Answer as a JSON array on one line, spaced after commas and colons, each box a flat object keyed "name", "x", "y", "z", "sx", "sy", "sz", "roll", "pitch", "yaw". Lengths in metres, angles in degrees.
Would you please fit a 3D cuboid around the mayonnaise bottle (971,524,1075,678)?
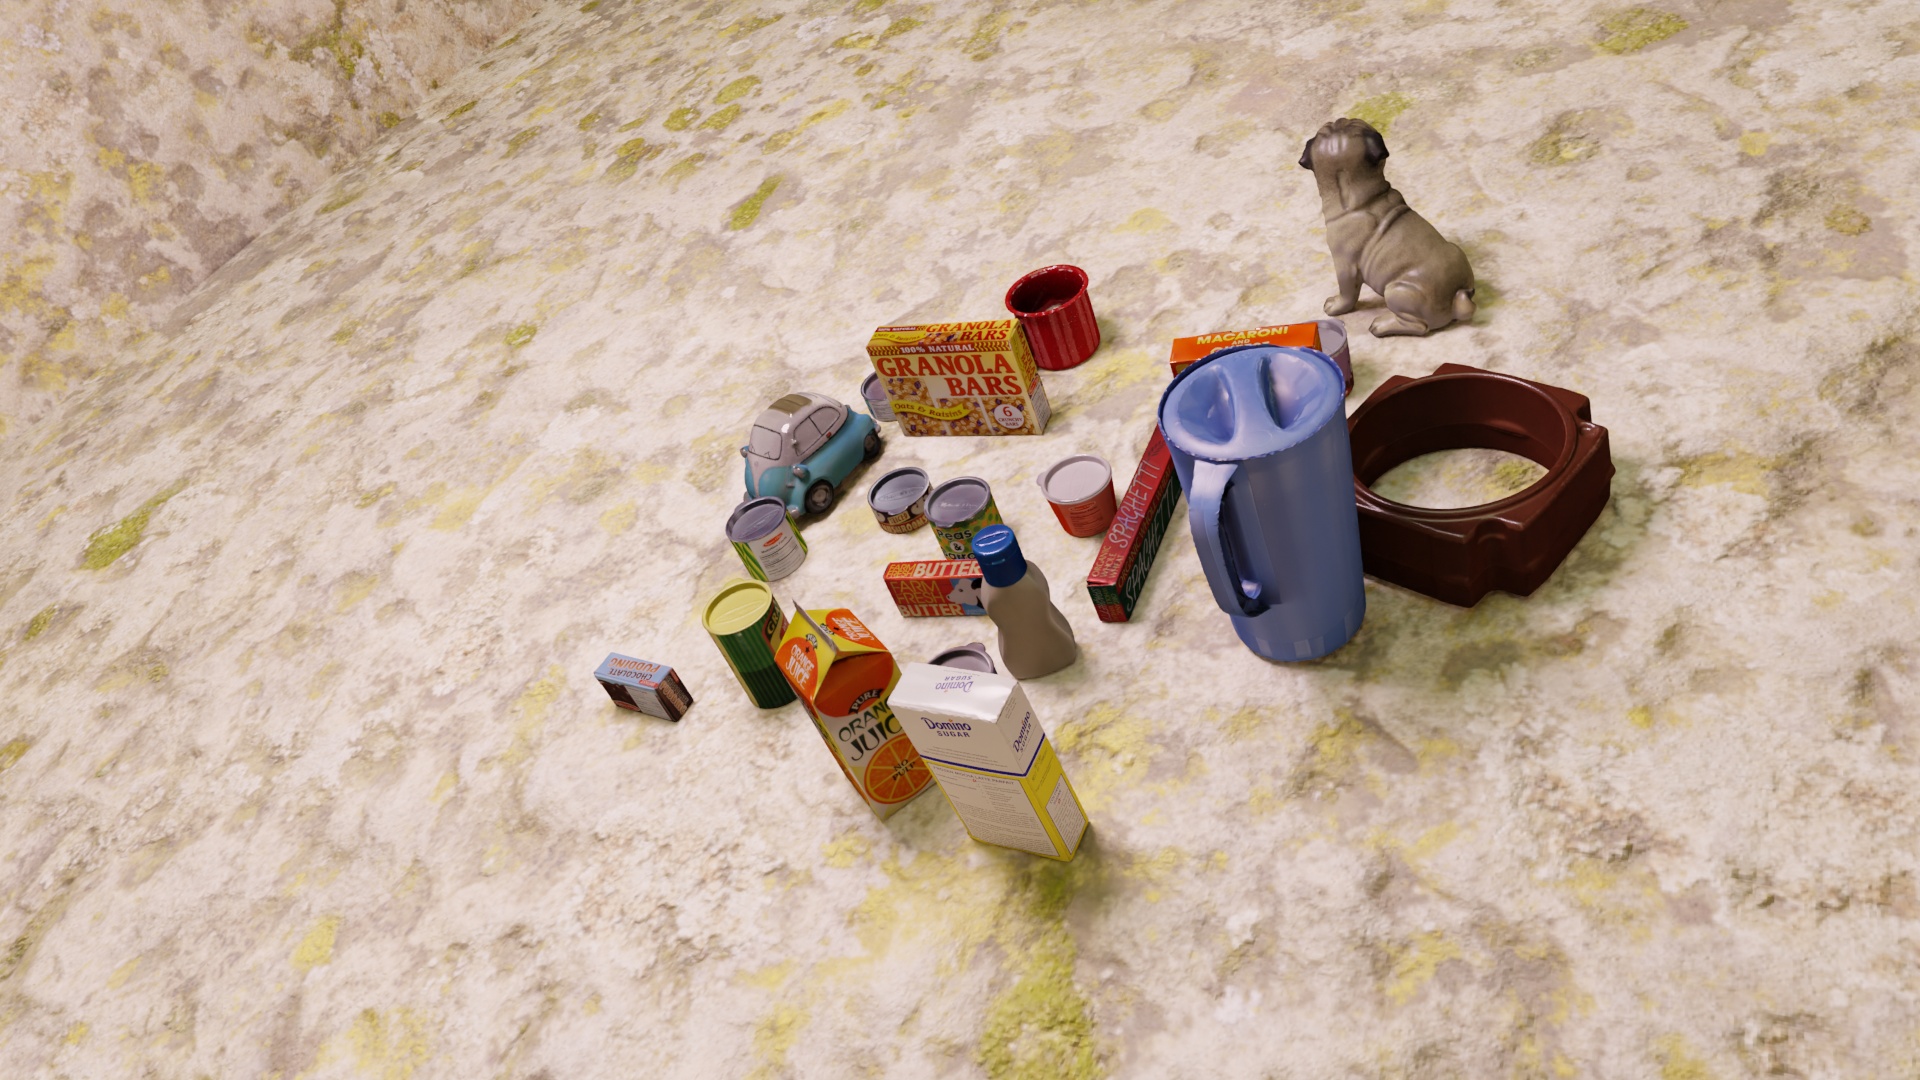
[{"name": "mayonnaise bottle", "x": 0.048, "y": 0.051, "z": 1.147, "sx": 0.065, "sy": 0.147, "sz": 0.041, "roll": -18, "pitch": 39, "yaw": 7}]

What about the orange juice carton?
[{"name": "orange juice carton", "x": -0.082, "y": 0.125, "z": 1.090, "sx": 0.073, "sy": 0.191, "sz": 0.072, "roll": -34, "pitch": 40, "yaw": -13}]

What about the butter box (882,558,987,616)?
[{"name": "butter box", "x": -0.014, "y": 0.043, "z": 1.261, "sx": 0.103, "sy": 0.053, "sz": 0.024, "roll": -2, "pitch": 43, "yaw": 24}]

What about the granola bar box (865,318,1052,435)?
[{"name": "granola bar box", "x": -0.001, "y": -0.167, "z": 1.436, "sx": 0.165, "sy": 0.123, "sz": 0.039, "roll": 2, "pitch": 45, "yaw": 28}]

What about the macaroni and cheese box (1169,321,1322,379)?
[{"name": "macaroni and cheese box", "x": 0.260, "y": -0.108, "z": 1.210, "sx": 0.123, "sy": 0.165, "sz": 0.040, "roll": -4, "pitch": 43, "yaw": 22}]

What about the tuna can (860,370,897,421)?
[{"name": "tuna can", "x": -0.075, "y": -0.166, "z": 1.544, "sx": 0.071, "sy": 0.032, "sz": 0.071, "roll": -14, "pitch": 40, "yaw": 12}]

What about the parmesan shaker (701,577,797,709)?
[{"name": "parmesan shaker", "x": -0.180, "y": 0.092, "z": 1.247, "sx": 0.071, "sy": 0.102, "sz": 0.072, "roll": -14, "pitch": 40, "yaw": 12}]

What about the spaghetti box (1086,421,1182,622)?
[{"name": "spaghetti box", "x": 0.170, "y": -0.032, "z": 1.259, "sx": 0.028, "sy": 0.050, "sz": 0.251, "roll": 3, "pitch": 46, "yaw": 29}]

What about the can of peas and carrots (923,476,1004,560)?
[{"name": "can of peas and carrots", "x": 0.005, "y": -0.016, "z": 1.315, "sx": 0.071, "sy": 0.058, "sz": 0.071, "roll": -14, "pitch": 40, "yaw": 12}]

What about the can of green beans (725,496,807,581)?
[{"name": "can of green beans", "x": -0.194, "y": -0.001, "z": 1.395, "sx": 0.071, "sy": 0.057, "sz": 0.071, "roll": -14, "pitch": 40, "yaw": 12}]

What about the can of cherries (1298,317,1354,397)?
[{"name": "can of cherries", "x": 0.341, "y": -0.170, "z": 1.325, "sx": 0.071, "sy": 0.058, "sz": 0.072, "roll": -14, "pitch": 40, "yaw": 12}]

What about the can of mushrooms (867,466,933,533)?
[{"name": "can of mushrooms", "x": -0.057, "y": -0.039, "z": 1.390, "sx": 0.071, "sy": 0.033, "sz": 0.071, "roll": -14, "pitch": 40, "yaw": 12}]

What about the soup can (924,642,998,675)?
[{"name": "soup can", "x": 0.009, "y": 0.135, "z": 1.121, "sx": 0.071, "sy": 0.083, "sz": 0.072, "roll": -14, "pitch": 40, "yaw": 12}]

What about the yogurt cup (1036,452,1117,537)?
[{"name": "yogurt cup", "x": 0.114, "y": -0.040, "z": 1.293, "sx": 0.072, "sy": 0.053, "sz": 0.073, "roll": -14, "pitch": 40, "yaw": 12}]

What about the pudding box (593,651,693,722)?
[{"name": "pudding box", "x": -0.296, "y": 0.136, "z": 1.295, "sx": 0.084, "sy": 0.049, "sz": 0.030, "roll": 8, "pitch": 49, "yaw": 33}]
